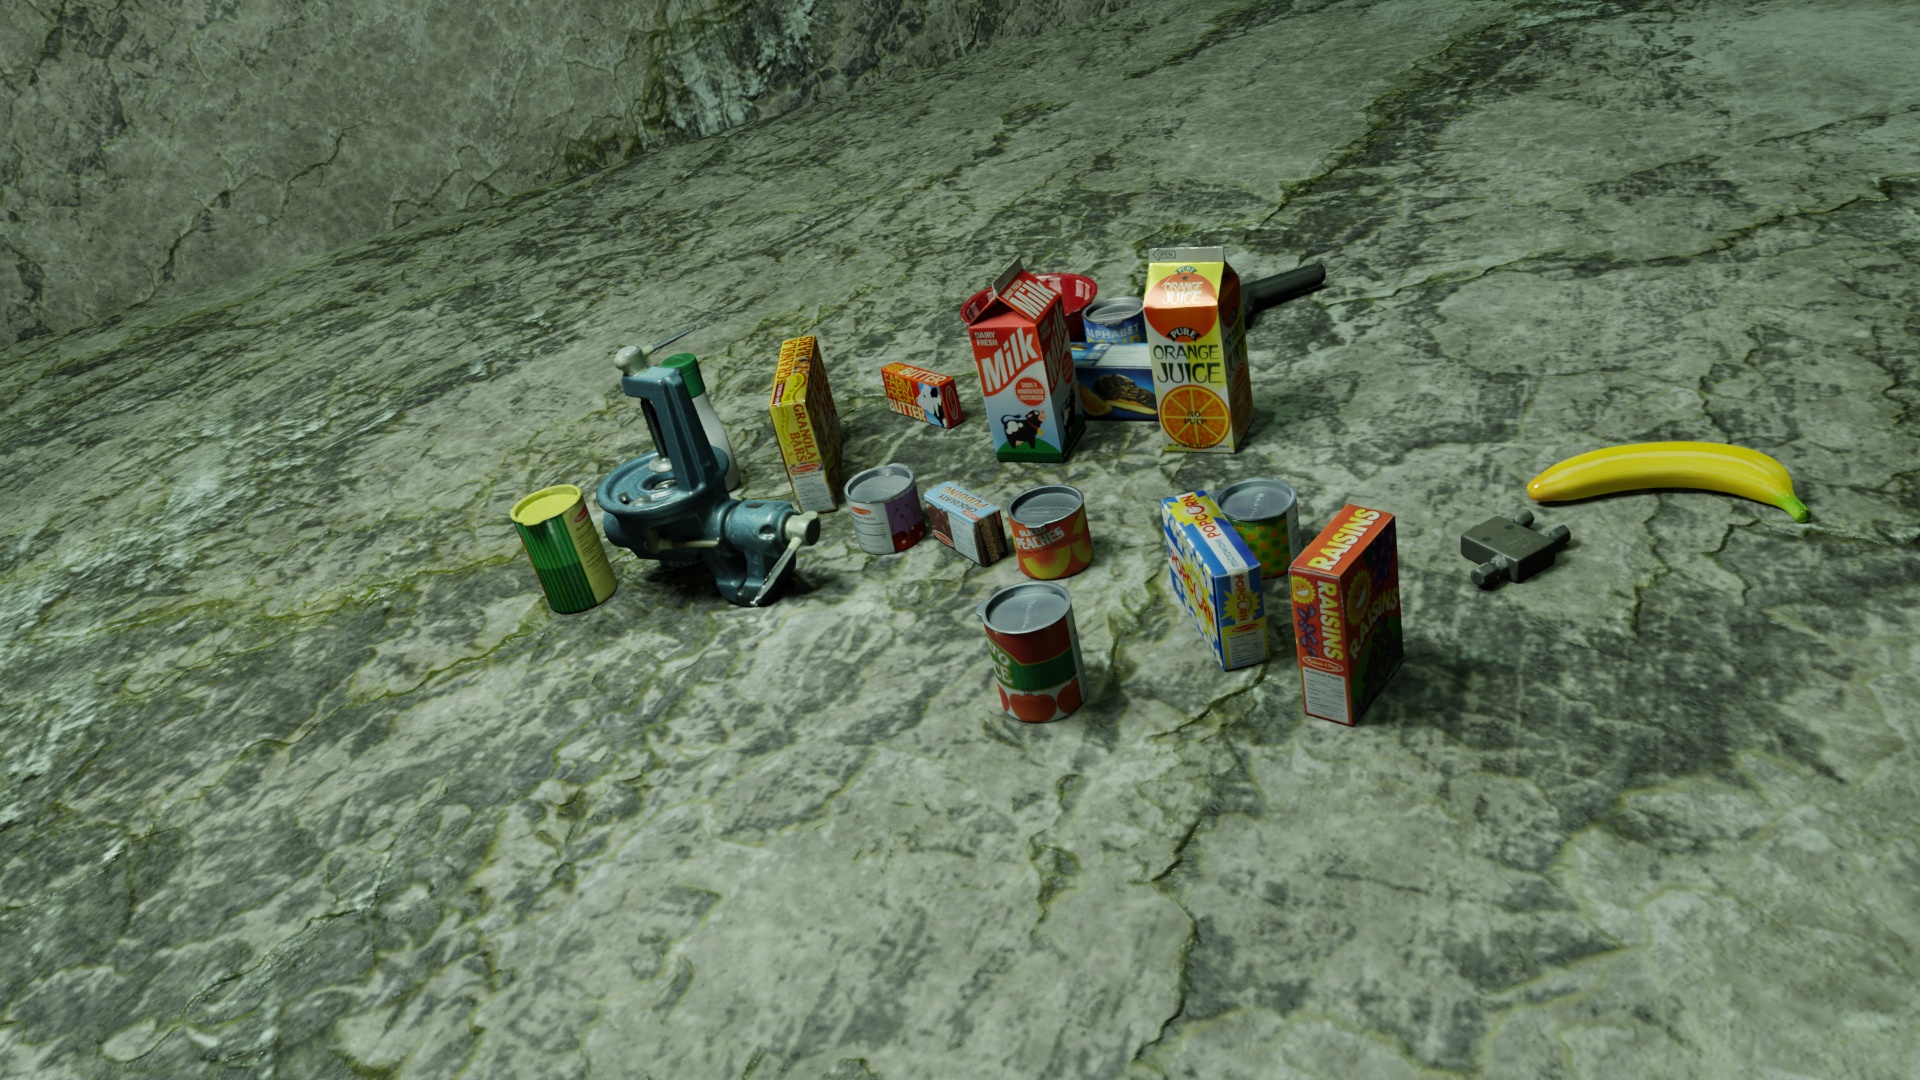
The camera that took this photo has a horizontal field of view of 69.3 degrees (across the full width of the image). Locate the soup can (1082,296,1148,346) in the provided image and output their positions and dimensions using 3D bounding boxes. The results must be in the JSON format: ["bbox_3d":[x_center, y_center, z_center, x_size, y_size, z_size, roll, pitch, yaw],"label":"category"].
[{"bbox_3d":[0.166,-0.204,1.461,0.071,0.083,0.072,-10,30,6],"label":"soup can"}]

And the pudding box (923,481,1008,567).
[{"bbox_3d":[0.004,-0.016,1.237,0.030,0.049,0.084,-28,33,-24],"label":"pudding box"}]

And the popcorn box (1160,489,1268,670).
[{"bbox_3d":[0.192,0.028,1.052,0.038,0.084,0.127,-15,30,-3],"label":"popcorn box"}]

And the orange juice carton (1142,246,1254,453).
[{"bbox_3d":[0.221,-0.182,1.291,0.072,0.191,0.073,3,33,27],"label":"orange juice carton"}]

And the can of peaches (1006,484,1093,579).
[{"bbox_3d":[0.076,-0.006,1.183,0.071,0.057,0.071,-10,30,6],"label":"can of peaches"}]

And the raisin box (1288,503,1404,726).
[{"bbox_3d":[0.264,0.050,0.946,0.040,0.122,0.086,14,39,39],"label":"raisin box"}]

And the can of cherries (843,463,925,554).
[{"bbox_3d":[-0.067,-0.029,1.280,0.071,0.058,0.072,-10,30,6],"label":"can of cherries"}]

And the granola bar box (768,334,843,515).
[{"bbox_3d":[-0.154,-0.118,1.400,0.039,0.123,0.166,-11,30,4],"label":"granola bar box"}]

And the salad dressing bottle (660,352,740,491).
[{"bbox_3d":[-0.268,-0.119,1.423,0.044,0.147,0.064,-30,34,-28],"label":"salad dressing bottle"}]

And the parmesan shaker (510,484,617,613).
[{"bbox_3d":[-0.368,0.010,1.288,0.071,0.102,0.071,-10,30,6],"label":"parmesan shaker"}]

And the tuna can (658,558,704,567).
[{"bbox_3d":[-0.265,-0.003,1.340,0.071,0.032,0.071,-10,30,6],"label":"tuna can"}]

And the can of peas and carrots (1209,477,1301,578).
[{"bbox_3d":[0.238,-0.010,1.124,0.071,0.058,0.071,-10,30,6],"label":"can of peas and carrots"}]

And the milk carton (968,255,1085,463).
[{"bbox_3d":[0.062,-0.174,1.343,0.073,0.189,0.073,2,33,26],"label":"milk carton"}]

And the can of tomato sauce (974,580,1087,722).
[{"bbox_3d":[0.053,0.082,1.017,0.071,0.082,0.071,-10,30,6],"label":"can of tomato sauce"}]

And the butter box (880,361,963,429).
[{"bbox_3d":[-0.042,-0.157,1.495,0.024,0.053,0.103,-32,35,-29],"label":"butter box"}]
